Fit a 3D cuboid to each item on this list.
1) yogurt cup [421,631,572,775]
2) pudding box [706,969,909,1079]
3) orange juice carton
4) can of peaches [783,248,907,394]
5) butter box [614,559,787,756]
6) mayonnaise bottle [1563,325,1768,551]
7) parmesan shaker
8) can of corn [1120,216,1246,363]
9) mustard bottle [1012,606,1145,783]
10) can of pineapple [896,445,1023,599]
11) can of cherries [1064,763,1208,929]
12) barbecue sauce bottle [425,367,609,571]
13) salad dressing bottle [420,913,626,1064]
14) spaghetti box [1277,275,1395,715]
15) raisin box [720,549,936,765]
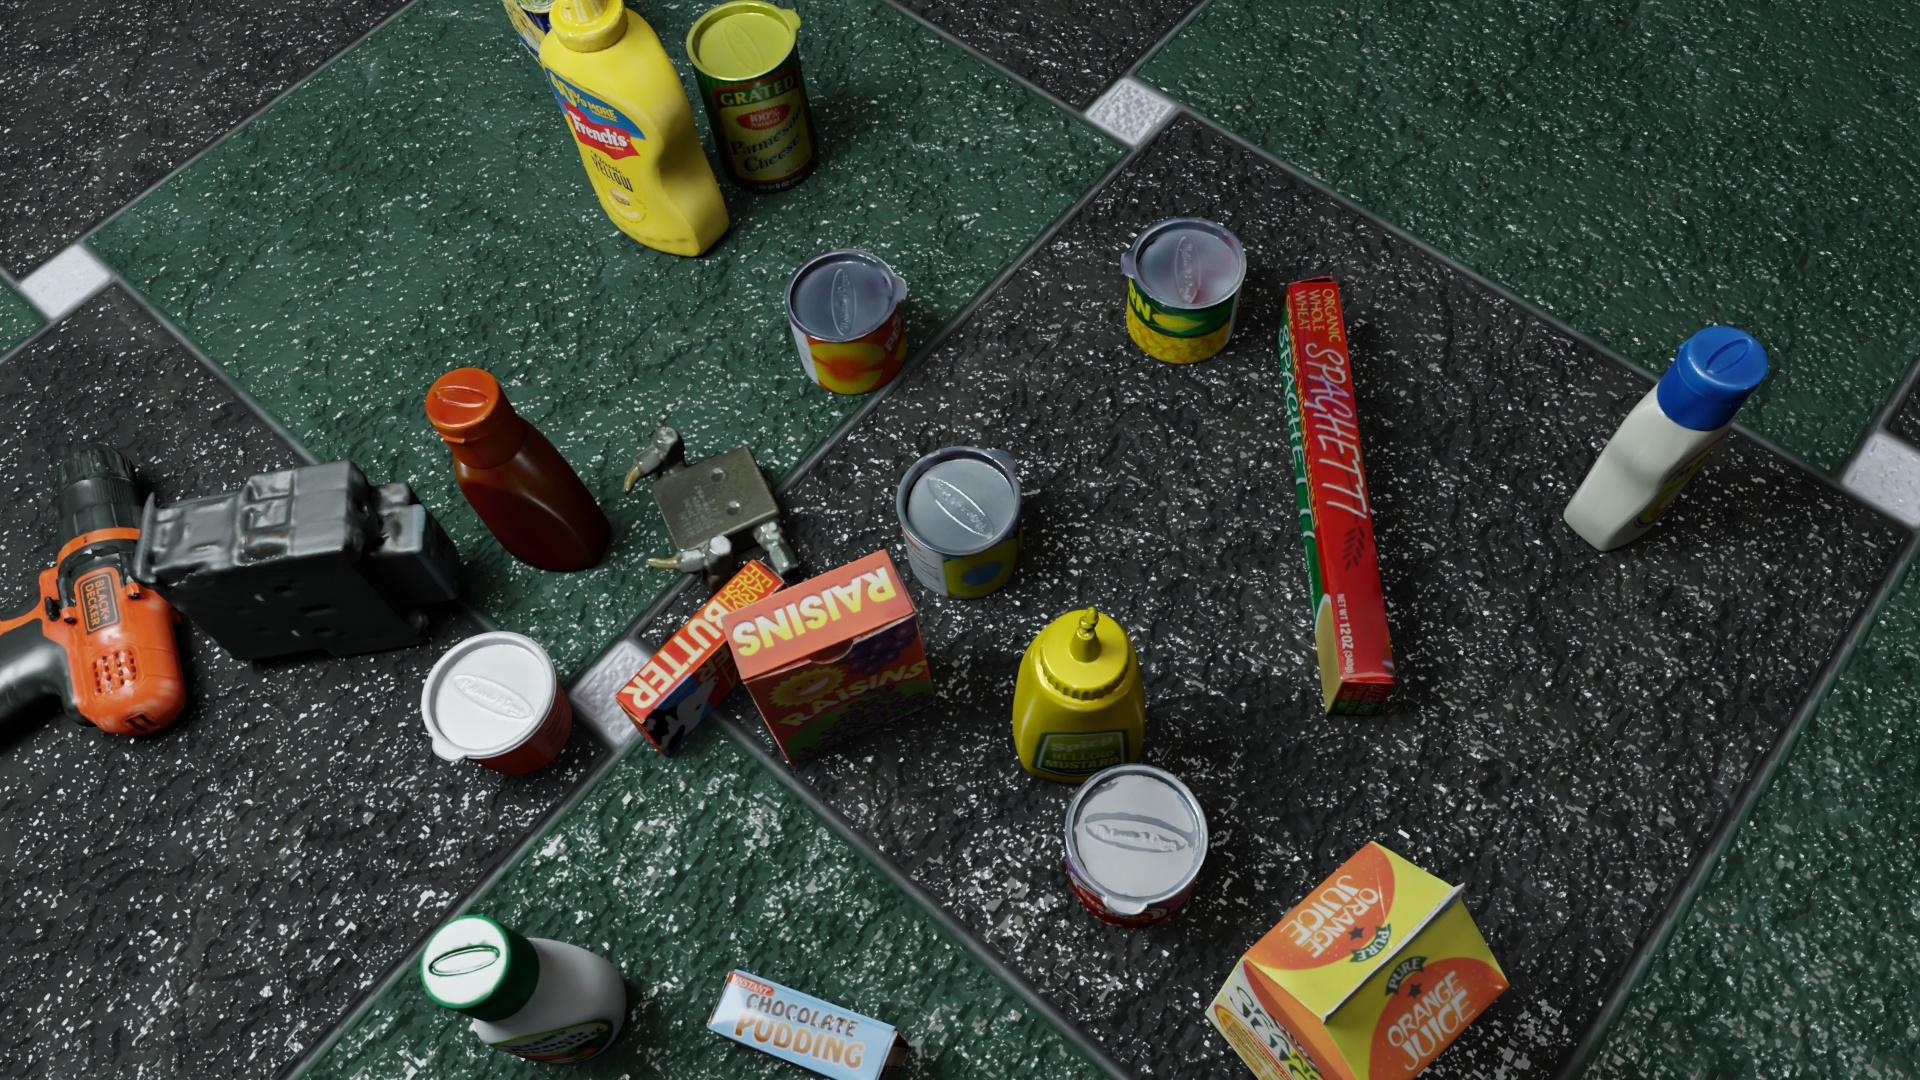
[{"bbox_3d":[-0.236,0.088,0.721,0.072,0.053,0.073,-2,63,3],"label":"yogurt cup"},{"bbox_3d":[-0.069,0.228,0.639,0.084,0.049,0.030,16,65,12],"label":"pudding box"},{"bbox_3d":[0.158,0.185,0.566,0.072,0.191,0.073,-36,66,-14],"label":"orange juice carton"},{"bbox_3d":[-0.064,-0.128,0.820,0.071,0.057,0.071,-2,63,3],"label":"can of peaches"},{"bbox_3d":[-0.131,0.061,0.728,0.024,0.053,0.104,36,70,20],"label":"butter box"},{"bbox_3d":[0.356,-0.050,0.701,0.065,0.147,0.041,-34,66,-13],"label":"mayonnaise bottle"},{"bbox_3d":[-0.126,-0.278,0.877,0.071,0.102,0.071,-2,63,3],"label":"parmesan shaker"},{"bbox_3d":[0.129,-0.146,0.817,0.071,0.058,0.071,-2,63,3],"label":"can of corn"},{"bbox_3d":[0.056,0.070,0.651,0.065,0.159,0.049,-4,63,2],"label":"mustard bottle"},{"bbox_3d":[0.003,-0.009,0.754,0.071,0.057,0.071,-2,63,3],"label":"can of pineapple"},{"bbox_3d":[0.082,0.150,0.665,0.071,0.058,0.072,-2,63,3],"label":"can of cherries"},{"bbox_3d":[-0.235,-0.035,0.731,0.065,0.148,0.044,11,64,9],"label":"barbecue sauce bottle"},{"bbox_3d":[-0.190,0.197,0.608,0.064,0.147,0.044,-11,63,-2],"label":"salad dressing bottle"},{"bbox_3d":[0.202,-0.030,0.756,0.029,0.050,0.251,-1,62,3],"label":"spaghetti box"},{"bbox_3d":[-0.062,0.061,0.684,0.086,0.123,0.040,-22,63,-7],"label":"raisin box"}]
